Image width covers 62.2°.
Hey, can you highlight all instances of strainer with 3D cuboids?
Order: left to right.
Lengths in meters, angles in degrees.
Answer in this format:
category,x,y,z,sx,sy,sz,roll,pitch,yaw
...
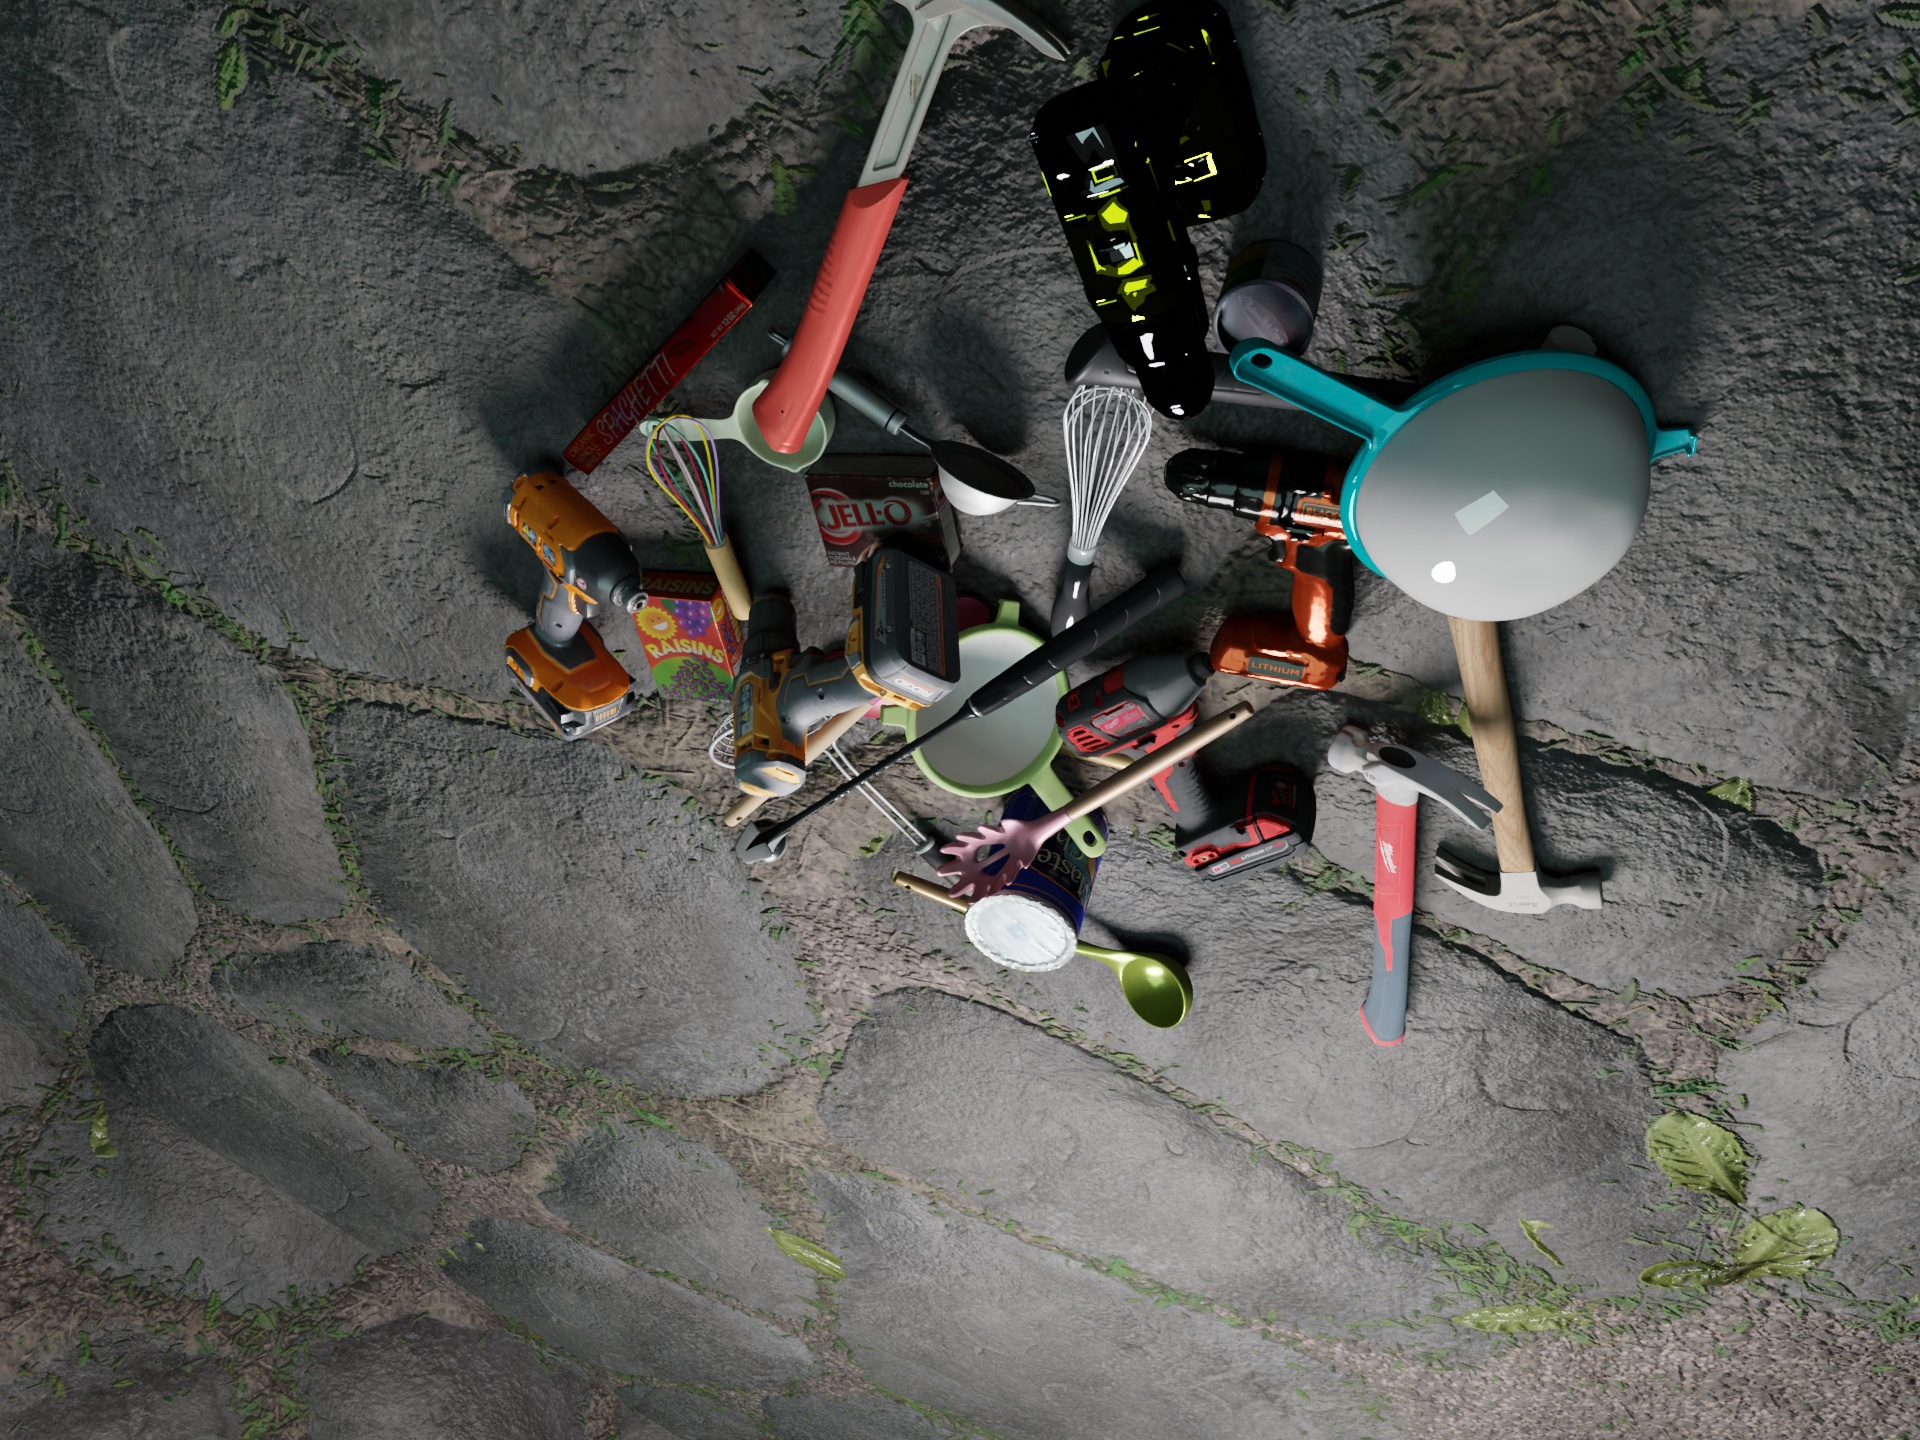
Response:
category,x,y,z,sx,sy,sz,roll,pitch,yaw
strainer,-0.042,-0.219,1.201,0.258,0.087,0.050,36,118,3
strainer,0.043,0.022,1.376,0.256,0.151,0.069,51,172,-28
strainer,0.313,-0.150,1.019,0.340,0.095,0.211,18,135,-29

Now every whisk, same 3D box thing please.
category,x,y,z,sx,sy,sz,roll,pitch,yaw
whisk,-0.211,-0.161,1.309,0.051,0.047,0.244,11,149,17
whisk,0.097,-0.155,1.216,0.070,0.070,0.284,16,140,7

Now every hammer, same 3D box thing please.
category,x,y,z,sx,sy,sz,roll,pitch,yaw
hammer,-0.060,-0.331,1.092,0.149,0.037,0.359,26,128,-3
hammer,-0.002,-0.004,1.241,0.409,0.149,0.036,-33,89,-1
hammer,0.232,-0.212,1.043,0.334,0.035,0.146,5,139,-11
hammer,0.391,0.172,1.389,0.143,0.038,0.385,30,148,36
hammer,0.432,0.037,1.281,0.130,0.031,0.331,-5,129,25

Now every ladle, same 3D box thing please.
category,x,y,z,sx,sy,sz,roll,pitch,yaw
ladle,0.022,0.002,1.414,0.315,0.031,0.069,16,133,5
ladle,0.081,0.218,1.544,0.320,0.062,0.078,23,133,-11

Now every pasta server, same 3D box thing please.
category,x,y,z,sx,sy,sz,roll,pitch,yaw
pasta server,0.107,0.065,1.304,0.316,0.040,0.060,-33,80,31

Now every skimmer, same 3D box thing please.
category,x,y,z,sx,sy,sz,roll,pitch,yaw
skimmer,-0.081,0.100,1.499,0.127,0.090,0.363,-30,116,33

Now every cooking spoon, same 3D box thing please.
category,x,y,z,sx,sy,sz,roll,pitch,yaw
cooking spoon,-0.098,-0.004,1.384,0.319,0.017,0.068,-40,142,21

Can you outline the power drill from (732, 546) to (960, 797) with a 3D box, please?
category,x,y,z,sx,sy,sz,roll,pitch,yaw
power drill,-0.105,-0.058,1.301,0.084,0.186,0.226,24,140,-38

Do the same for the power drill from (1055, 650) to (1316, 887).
category,x,y,z,sx,sy,sz,roll,pitch,yaw
power drill,0.197,0.032,1.327,0.143,0.079,0.219,-28,119,34

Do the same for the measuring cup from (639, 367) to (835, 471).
category,x,y,z,sx,sy,sz,roll,pitch,yaw
measuring cup,-0.175,-0.240,1.254,0.167,0.038,0.083,3,133,23

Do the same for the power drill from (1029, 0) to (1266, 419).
category,x,y,z,sx,sy,sz,roll,pitch,yaw
power drill,0.120,-0.306,0.934,0.080,0.229,0.190,-7,129,27

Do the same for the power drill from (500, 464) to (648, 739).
category,x,y,z,sx,sy,sz,roll,pitch,yaw
power drill,-0.332,-0.090,1.390,0.164,0.084,0.226,43,141,24
